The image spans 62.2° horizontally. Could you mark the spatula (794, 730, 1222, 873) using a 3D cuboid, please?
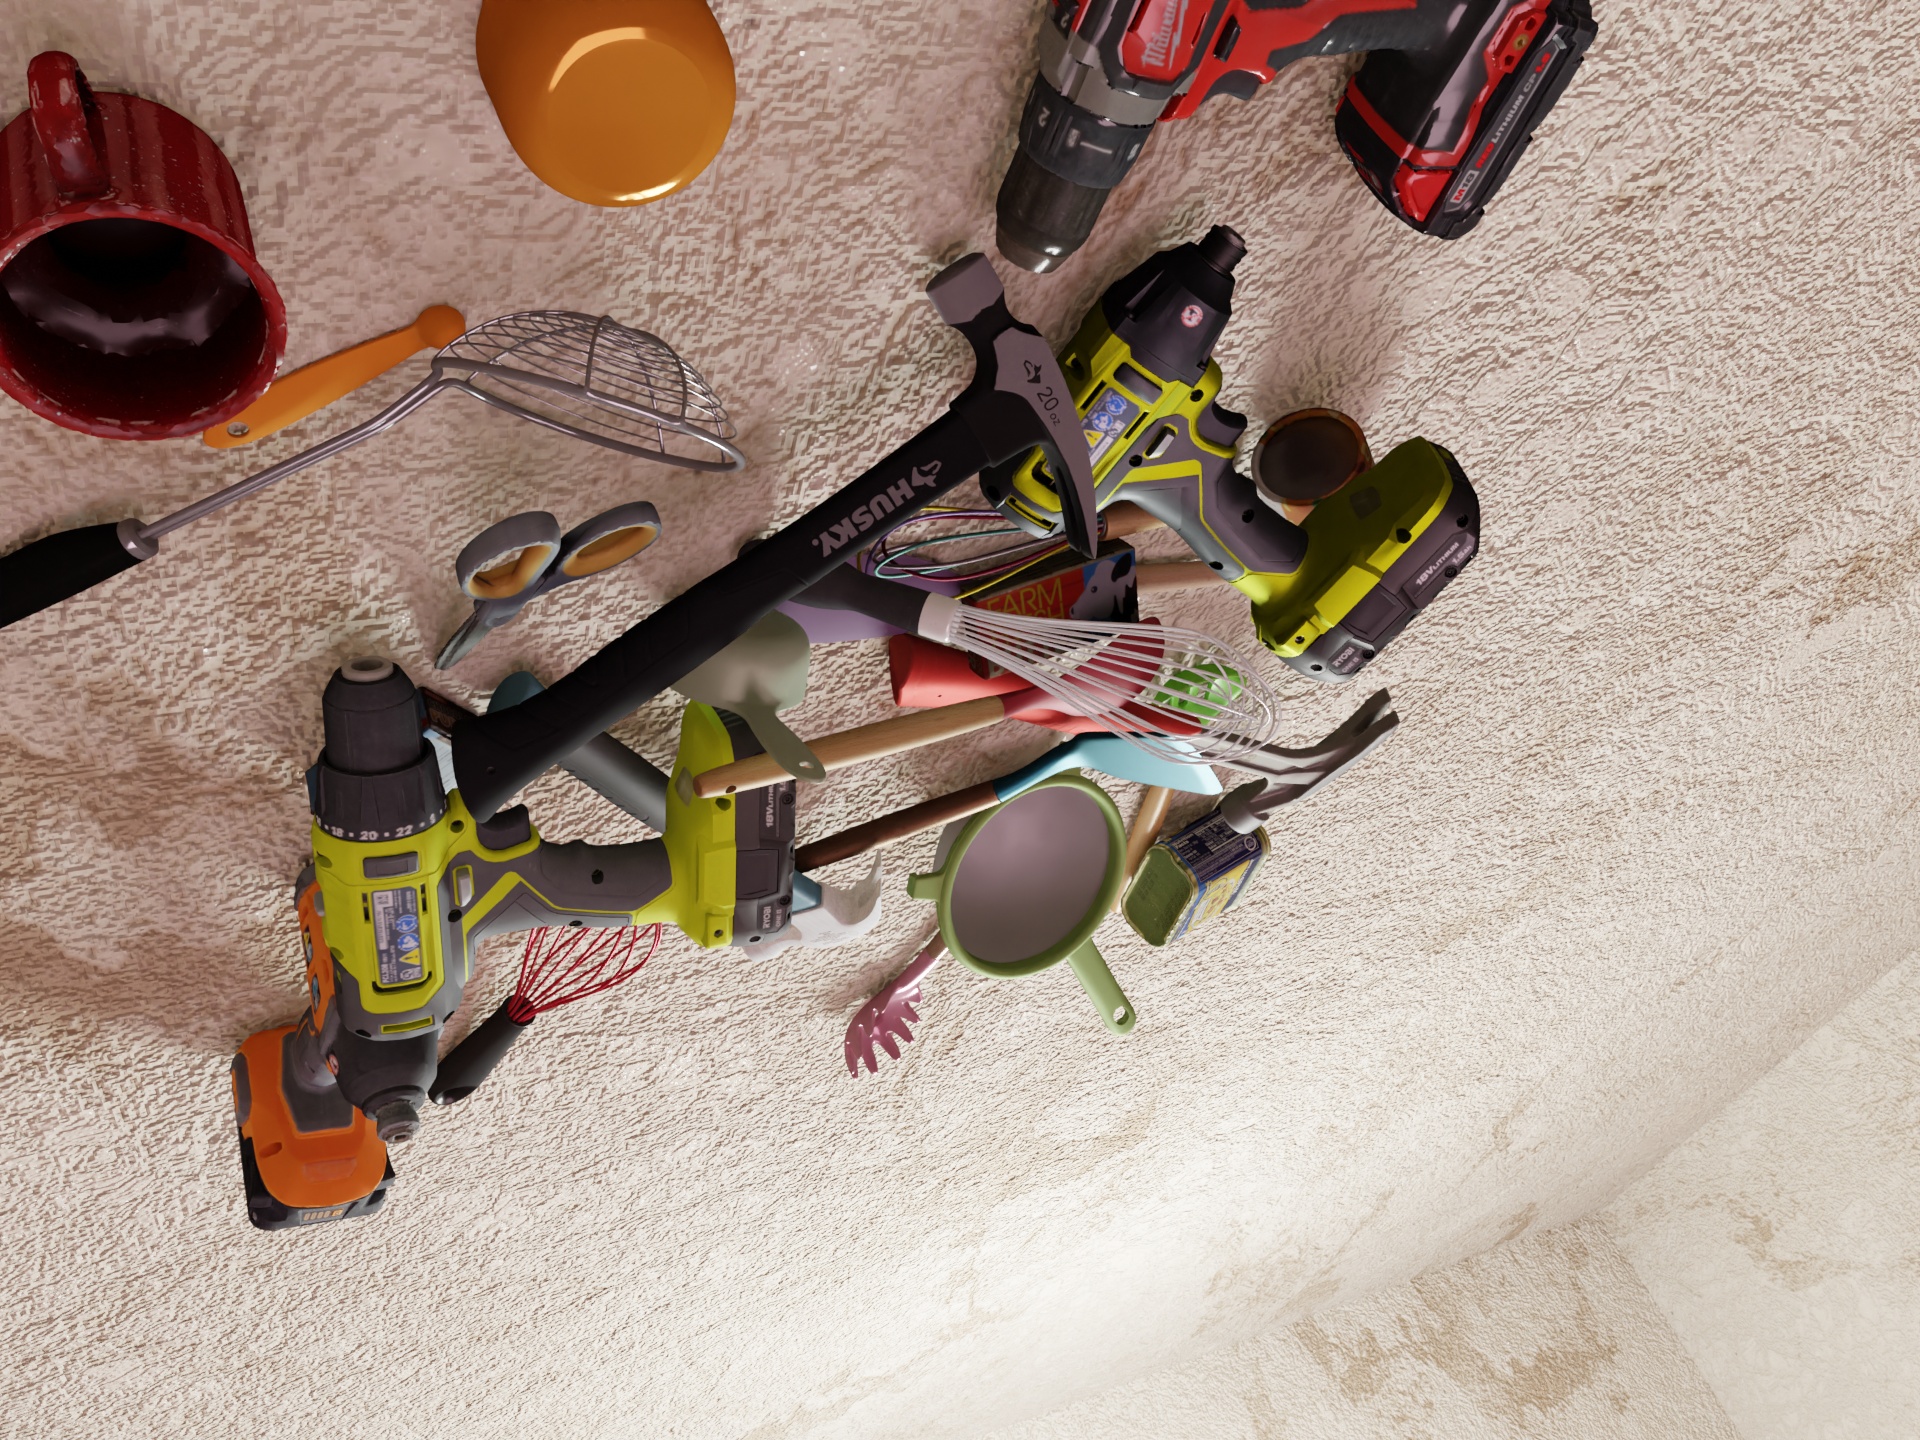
[{"bbox_3d":[0.001,0.061,0.989,0.317,0.044,0.082,-20,146,17],"label":"spatula"}]

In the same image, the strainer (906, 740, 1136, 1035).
[{"bbox_3d":[0.057,0.131,1.116,0.151,0.069,0.256,-41,128,-13],"label":"strainer"}]

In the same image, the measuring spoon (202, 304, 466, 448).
[{"bbox_3d":[-0.254,-0.136,0.645,0.117,0.011,0.021,-26,146,0],"label":"measuring spoon"}]

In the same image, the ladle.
[{"bbox_3d":[-0.001,-0.003,0.841,0.315,0.031,0.069,-15,144,-36],"label":"ladle"}]

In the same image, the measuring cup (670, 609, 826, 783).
[{"bbox_3d":[-0.096,-0.018,0.779,0.083,0.168,0.038,2,112,-27],"label":"measuring cup"}]

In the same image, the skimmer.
[{"bbox_3d":[-0.270,-0.073,0.649,0.363,0.090,0.127,-24,178,1],"label":"skimmer"}]

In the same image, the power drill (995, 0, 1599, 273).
[{"bbox_3d":[0.131,-0.265,0.674,0.226,0.080,0.187,0,138,-29],"label":"power drill"}]

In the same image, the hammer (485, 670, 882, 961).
[{"bbox_3d":[-0.156,0.063,0.930,0.128,0.033,0.330,-17,145,23],"label":"hammer"}]

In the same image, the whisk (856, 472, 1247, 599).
[{"bbox_3d":[0.056,-0.108,0.867,0.245,0.047,0.051,-15,157,-24],"label":"whisk"}]

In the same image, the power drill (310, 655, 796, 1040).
[{"bbox_3d":[-0.203,0.051,0.793,0.228,0.080,0.190,-7,117,-24],"label":"power drill"}]

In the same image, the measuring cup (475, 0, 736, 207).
[{"bbox_3d":[-0.146,-0.242,0.537,0.095,0.052,0.173,-37,147,16],"label":"measuring cup"}]

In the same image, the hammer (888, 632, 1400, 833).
[{"bbox_3d":[0.111,-0.004,1.000,0.358,0.037,0.149,14,137,-35],"label":"hammer"}]

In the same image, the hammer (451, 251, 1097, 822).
[{"bbox_3d":[-0.088,-0.059,0.728,0.335,0.035,0.146,-35,112,-4],"label":"hammer"}]

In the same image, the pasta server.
[{"bbox_3d":[-0.001,0.164,1.192,0.060,0.040,0.316,-4,141,-49],"label":"pasta server"}]

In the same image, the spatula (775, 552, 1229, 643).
[{"bbox_3d":[0.042,-0.078,0.914,0.315,0.018,0.059,-7,134,-26],"label":"spatula"}]

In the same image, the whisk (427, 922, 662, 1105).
[{"bbox_3d":[-0.274,0.176,1.015,0.073,0.073,0.295,9,139,-41],"label":"whisk"}]

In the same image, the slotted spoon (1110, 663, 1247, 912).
[{"bbox_3d":[0.142,0.055,1.152,0.070,0.031,0.313,-13,146,-18],"label":"slotted spoon"}]

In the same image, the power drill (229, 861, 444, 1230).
[{"bbox_3d":[-0.349,0.200,0.899,0.084,0.164,0.226,1,140,-35],"label":"power drill"}]

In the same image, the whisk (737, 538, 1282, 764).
[{"bbox_3d":[0.020,-0.042,0.786,0.284,0.070,0.070,18,142,9],"label":"whisk"}]

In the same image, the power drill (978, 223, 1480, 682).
[{"bbox_3d":[0.145,-0.129,0.802,0.223,0.080,0.171,29,120,-21],"label":"power drill"}]
